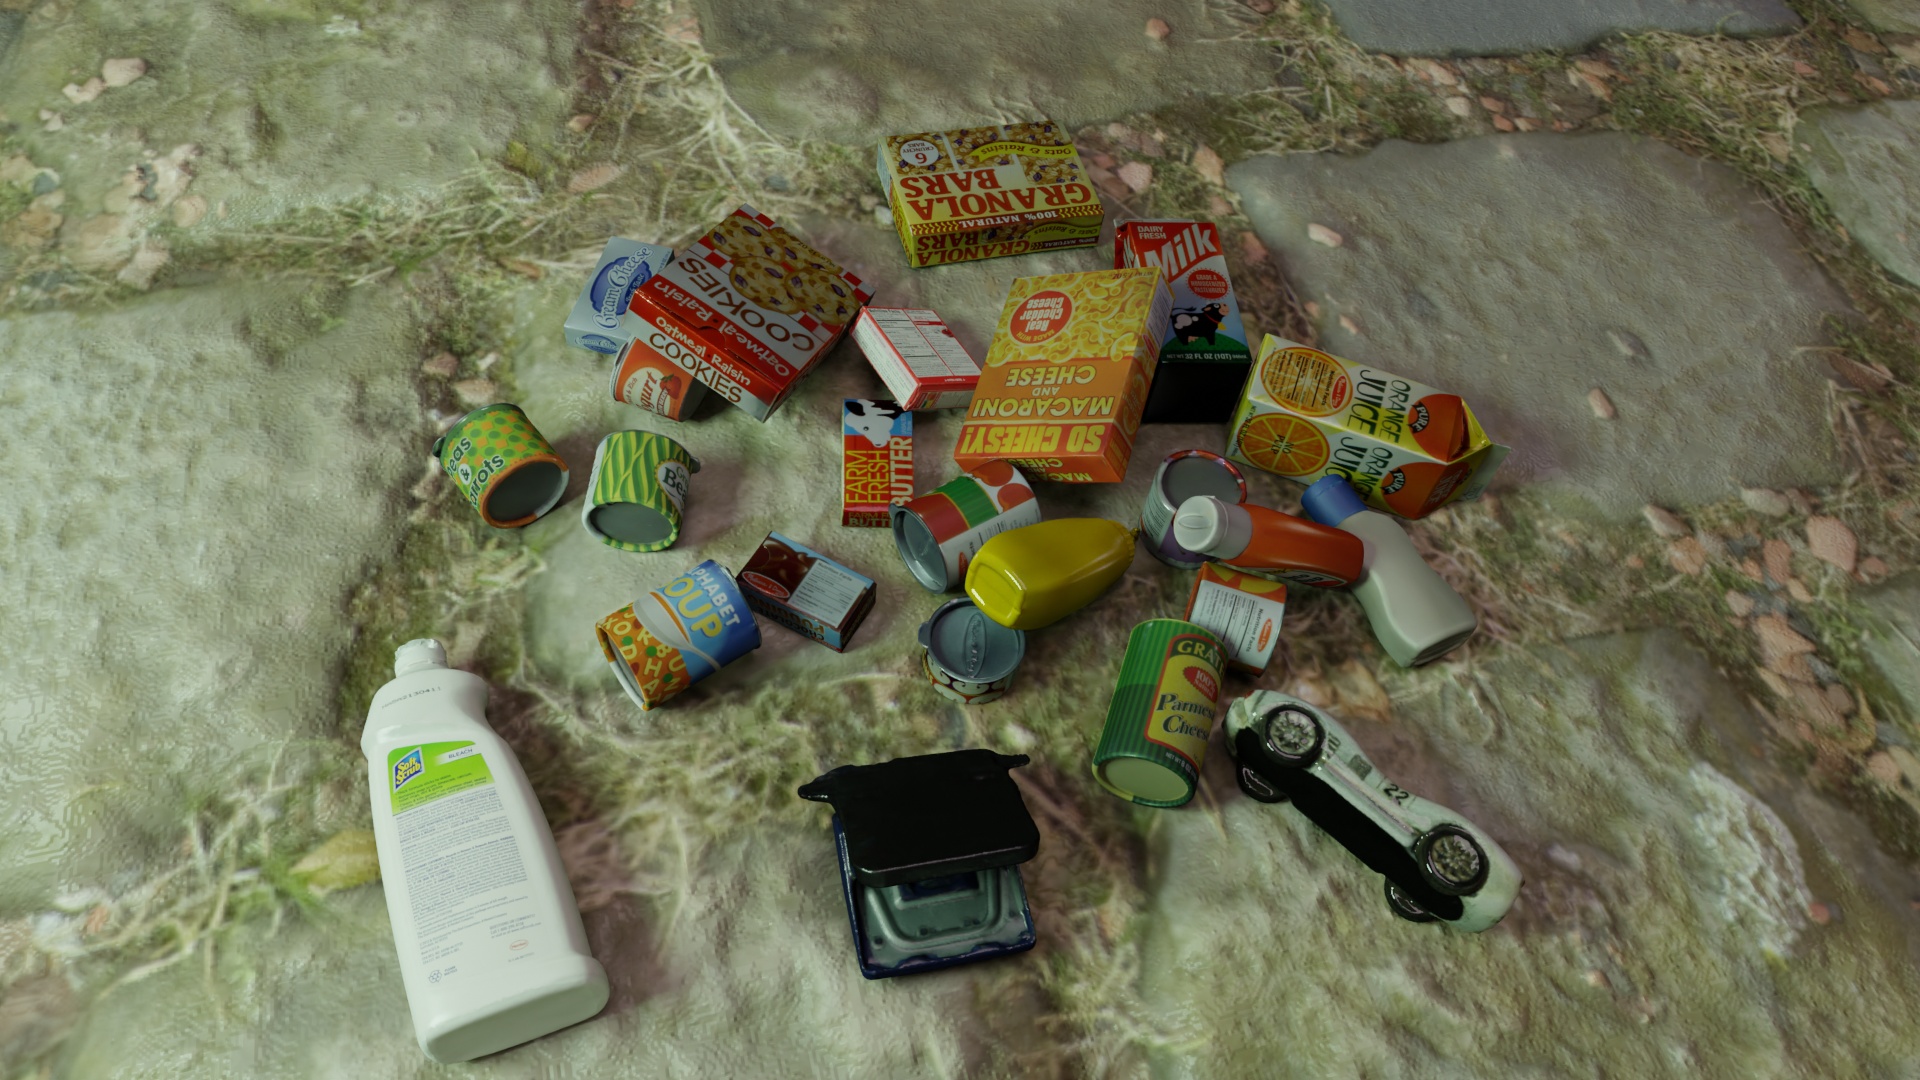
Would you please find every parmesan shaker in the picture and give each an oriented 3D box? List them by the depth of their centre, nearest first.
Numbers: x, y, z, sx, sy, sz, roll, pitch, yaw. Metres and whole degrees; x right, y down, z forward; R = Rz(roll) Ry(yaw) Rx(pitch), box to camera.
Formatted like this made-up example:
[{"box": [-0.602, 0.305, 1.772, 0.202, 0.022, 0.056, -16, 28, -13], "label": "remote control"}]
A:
[{"box": [0.131, 0.112, 0.889, 0.071, 0.071, 0.103, 18, 56, 5], "label": "parmesan shaker"}]

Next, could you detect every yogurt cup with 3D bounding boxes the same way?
[{"box": [-0.214, -0.121, 1.009, 0.054, 0.072, 0.073, 27, 56, 2], "label": "yogurt cup"}]

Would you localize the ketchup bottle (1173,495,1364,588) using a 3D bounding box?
[{"box": [0.205, 0.000, 0.935, 0.149, 0.064, 0.043, 13, 85, -40], "label": "ketchup bottle"}]

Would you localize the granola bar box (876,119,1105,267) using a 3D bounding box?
[{"box": [0.023, -0.294, 1.171, 0.166, 0.038, 0.125, -10, 57, -13], "label": "granola bar box"}]

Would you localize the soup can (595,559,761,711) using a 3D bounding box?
[{"box": [-0.180, 0.058, 0.883, 0.084, 0.071, 0.071, -31, 64, -24], "label": "soup can"}]

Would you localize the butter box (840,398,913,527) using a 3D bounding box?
[{"box": [-0.060, -0.056, 1.005, 0.053, 0.024, 0.104, 1, 55, -6], "label": "butter box"}]

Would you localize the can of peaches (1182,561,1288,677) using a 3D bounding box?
[{"box": [0.182, 0.053, 0.936, 0.058, 0.071, 0.071, 16, 55, 5], "label": "can of peaches"}]

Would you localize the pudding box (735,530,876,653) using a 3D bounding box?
[{"box": [-0.104, 0.034, 0.934, 0.084, 0.030, 0.050, 25, 58, 11], "label": "pudding box"}]

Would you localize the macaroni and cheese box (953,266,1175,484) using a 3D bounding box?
[{"box": [0.077, -0.119, 1.010, 0.123, 0.040, 0.167, 1, 60, 32], "label": "macaroni and cheese box"}]

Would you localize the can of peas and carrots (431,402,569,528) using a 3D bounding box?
[{"box": [-0.311, -0.050, 0.943, 0.071, 0.070, 0.059, -33, 66, -26], "label": "can of peas and carrots"}]

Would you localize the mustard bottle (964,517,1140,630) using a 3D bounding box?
[{"box": [0.075, 0.015, 0.942, 0.161, 0.048, 0.065, -16, 48, -44], "label": "mustard bottle"}]

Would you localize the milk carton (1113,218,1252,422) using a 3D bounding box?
[{"box": [0.168, -0.188, 1.094, 0.072, 0.073, 0.191, 0, 55, -7], "label": "milk carton"}]

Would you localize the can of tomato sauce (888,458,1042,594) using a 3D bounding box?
[{"box": [0.003, -0.012, 0.957, 0.083, 0.070, 0.071, -28, 63, -24], "label": "can of tomato sauce"}]

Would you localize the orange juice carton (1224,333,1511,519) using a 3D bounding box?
[{"box": [0.303, -0.079, 1.036, 0.193, 0.071, 0.073, 19, 56, 7], "label": "orange juice carton"}]

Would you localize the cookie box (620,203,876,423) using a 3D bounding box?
[{"box": [-0.151, -0.172, 1.020, 0.123, 0.040, 0.168, 34, 40, -1], "label": "cookie box"}]

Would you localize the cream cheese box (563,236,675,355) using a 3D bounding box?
[{"box": [-0.262, -0.188, 1.072, 0.053, 0.024, 0.104, 12, 55, 3], "label": "cream cheese box"}]

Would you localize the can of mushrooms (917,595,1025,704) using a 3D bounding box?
[{"box": [0.006, 0.072, 0.919, 0.071, 0.033, 0.071, 3, 56, -5], "label": "can of mushrooms"}]

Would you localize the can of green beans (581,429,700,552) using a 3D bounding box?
[{"box": [-0.219, -0.033, 0.944, 0.071, 0.071, 0.058, 5, 56, -3], "label": "can of green beans"}]

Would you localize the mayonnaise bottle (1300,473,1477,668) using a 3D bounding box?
[{"box": [0.298, 0.018, 0.988, 0.065, 0.041, 0.148, -18, 59, -20], "label": "mayonnaise bottle"}]

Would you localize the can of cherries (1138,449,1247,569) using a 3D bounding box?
[{"box": [0.167, -0.023, 0.989, 0.071, 0.058, 0.072, 3, 55, -4], "label": "can of cherries"}]
